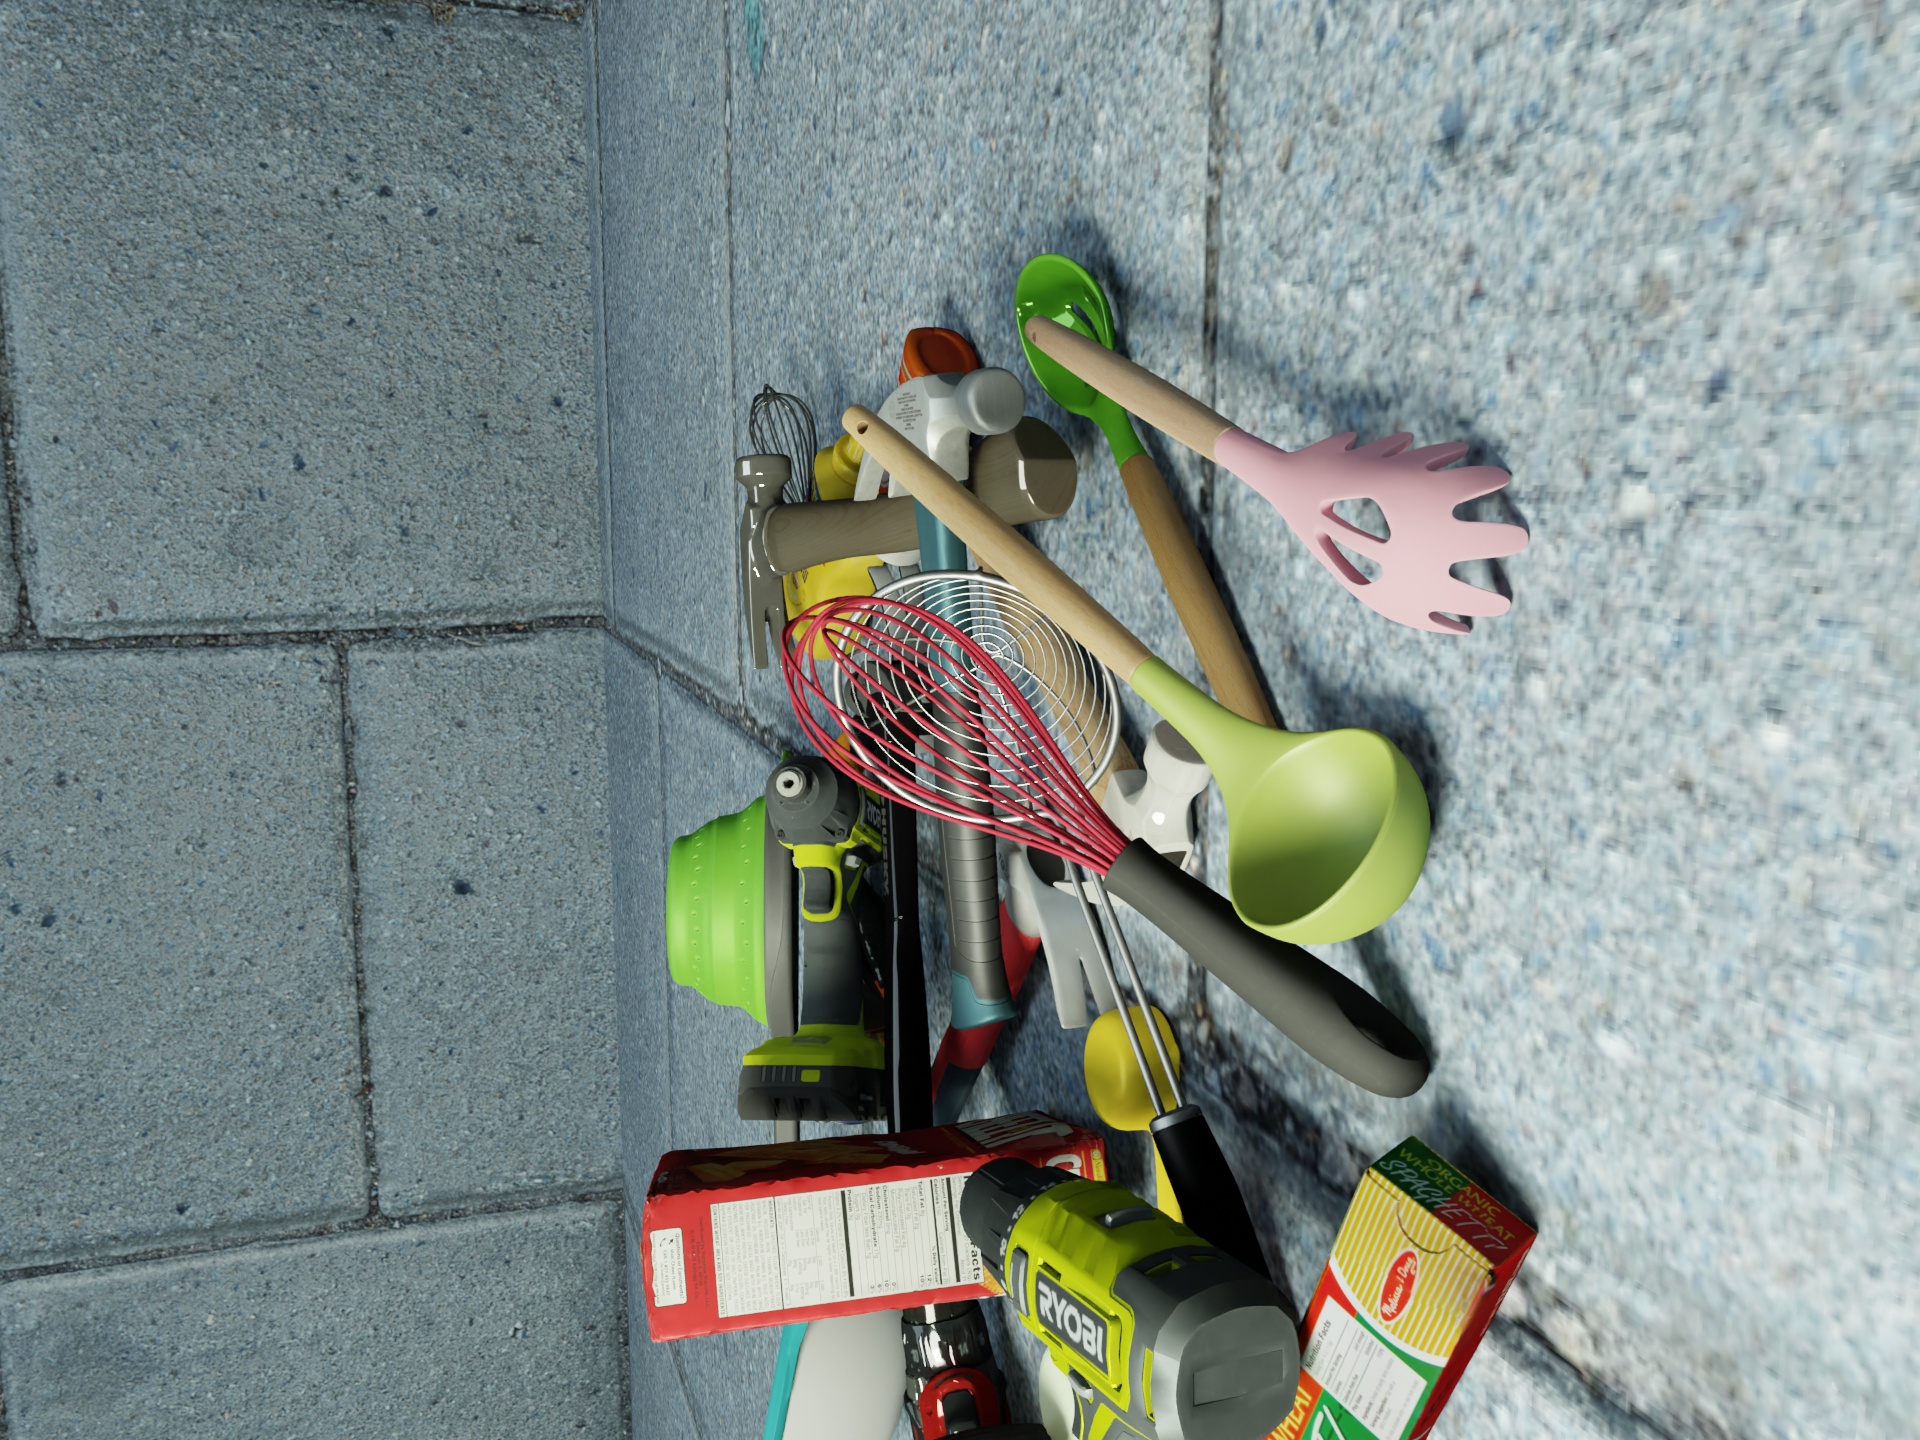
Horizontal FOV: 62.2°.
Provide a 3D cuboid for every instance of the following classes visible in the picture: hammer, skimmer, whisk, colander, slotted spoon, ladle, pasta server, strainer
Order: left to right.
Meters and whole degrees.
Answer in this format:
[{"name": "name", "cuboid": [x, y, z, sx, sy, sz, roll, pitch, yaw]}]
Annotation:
[{"name": "colander", "cuboid": [-0.169, 0.222, 1.195, 0.204, 0.094, 0.397, -130, 40, -83]}, {"name": "whisk", "cuboid": [-0.123, -0.162, 1.245, 0.055, 0.055, 0.239, 122, 136, -59]}, {"name": "strainer", "cuboid": [-0.074, 0.420, 1.069, 0.340, 0.095, 0.211, 105, 175, -56]}, {"name": "hammer", "cuboid": [-0.078, 0.012, 1.158, 0.336, 0.034, 0.127, 129, 133, -63]}, {"name": "hammer", "cuboid": [-0.048, -0.104, 0.922, 0.411, 0.038, 0.146, 3, 97, 64]}, {"name": "hammer", "cuboid": [-0.032, 0.130, 0.923, 0.146, 0.035, 0.335, 173, 95, -73]}, {"name": "hammer", "cuboid": [-0.001, -0.003, 0.787, 0.128, 0.033, 0.331, 15, 112, 60]}, {"name": "hammer", "cuboid": [0.006, 0.209, 0.942, 0.386, 0.038, 0.143, 108, 150, -46]}, {"name": "hammer", "cuboid": [0.042, -0.039, 0.811, 0.332, 0.031, 0.130, -113, 28, -46]}, {"name": "whisk", "cuboid": [0.044, 0.042, 0.589, 0.296, 0.073, 0.073, 36, 137, 21]}, {"name": "ladle", "cuboid": [0.046, -0.037, 0.599, 0.320, 0.062, 0.078, 45, 103, 30]}, {"name": "skimmer", "cuboid": [0.051, 0.109, 0.650, 0.127, 0.090, 0.363, -31, 70, 30]}, {"name": "slotted spoon", "cuboid": [0.084, -0.090, 0.690, 0.070, 0.031, 0.314, 111, 148, -50]}, {"name": "pasta server", "cuboid": [0.097, -0.112, 0.608, 0.317, 0.040, 0.060, -129, 40, -56]}]

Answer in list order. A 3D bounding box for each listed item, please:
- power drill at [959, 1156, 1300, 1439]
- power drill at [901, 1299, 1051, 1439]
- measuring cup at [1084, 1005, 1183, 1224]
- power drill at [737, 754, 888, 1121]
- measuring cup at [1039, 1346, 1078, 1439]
[{"name": "power drill", "cuboid": [0.055, 0.292, 0.616, 0.191, 0.080, 0.228, -174, 82, -65]}, {"name": "power drill", "cuboid": [0.003, 0.387, 0.861, 0.226, 0.080, 0.188, 139, 120, -84]}, {"name": "measuring cup", "cuboid": [0.081, 0.207, 0.719, 0.062, 0.029, 0.157, 126, 144, -61]}, {"name": "power drill", "cuboid": [-0.089, 0.138, 1.003, 0.171, 0.080, 0.223, 55, -146, -73]}, {"name": "measuring cup", "cuboid": [0.074, 0.308, 0.760, 0.083, 0.038, 0.167, -112, 25, -43]}]
